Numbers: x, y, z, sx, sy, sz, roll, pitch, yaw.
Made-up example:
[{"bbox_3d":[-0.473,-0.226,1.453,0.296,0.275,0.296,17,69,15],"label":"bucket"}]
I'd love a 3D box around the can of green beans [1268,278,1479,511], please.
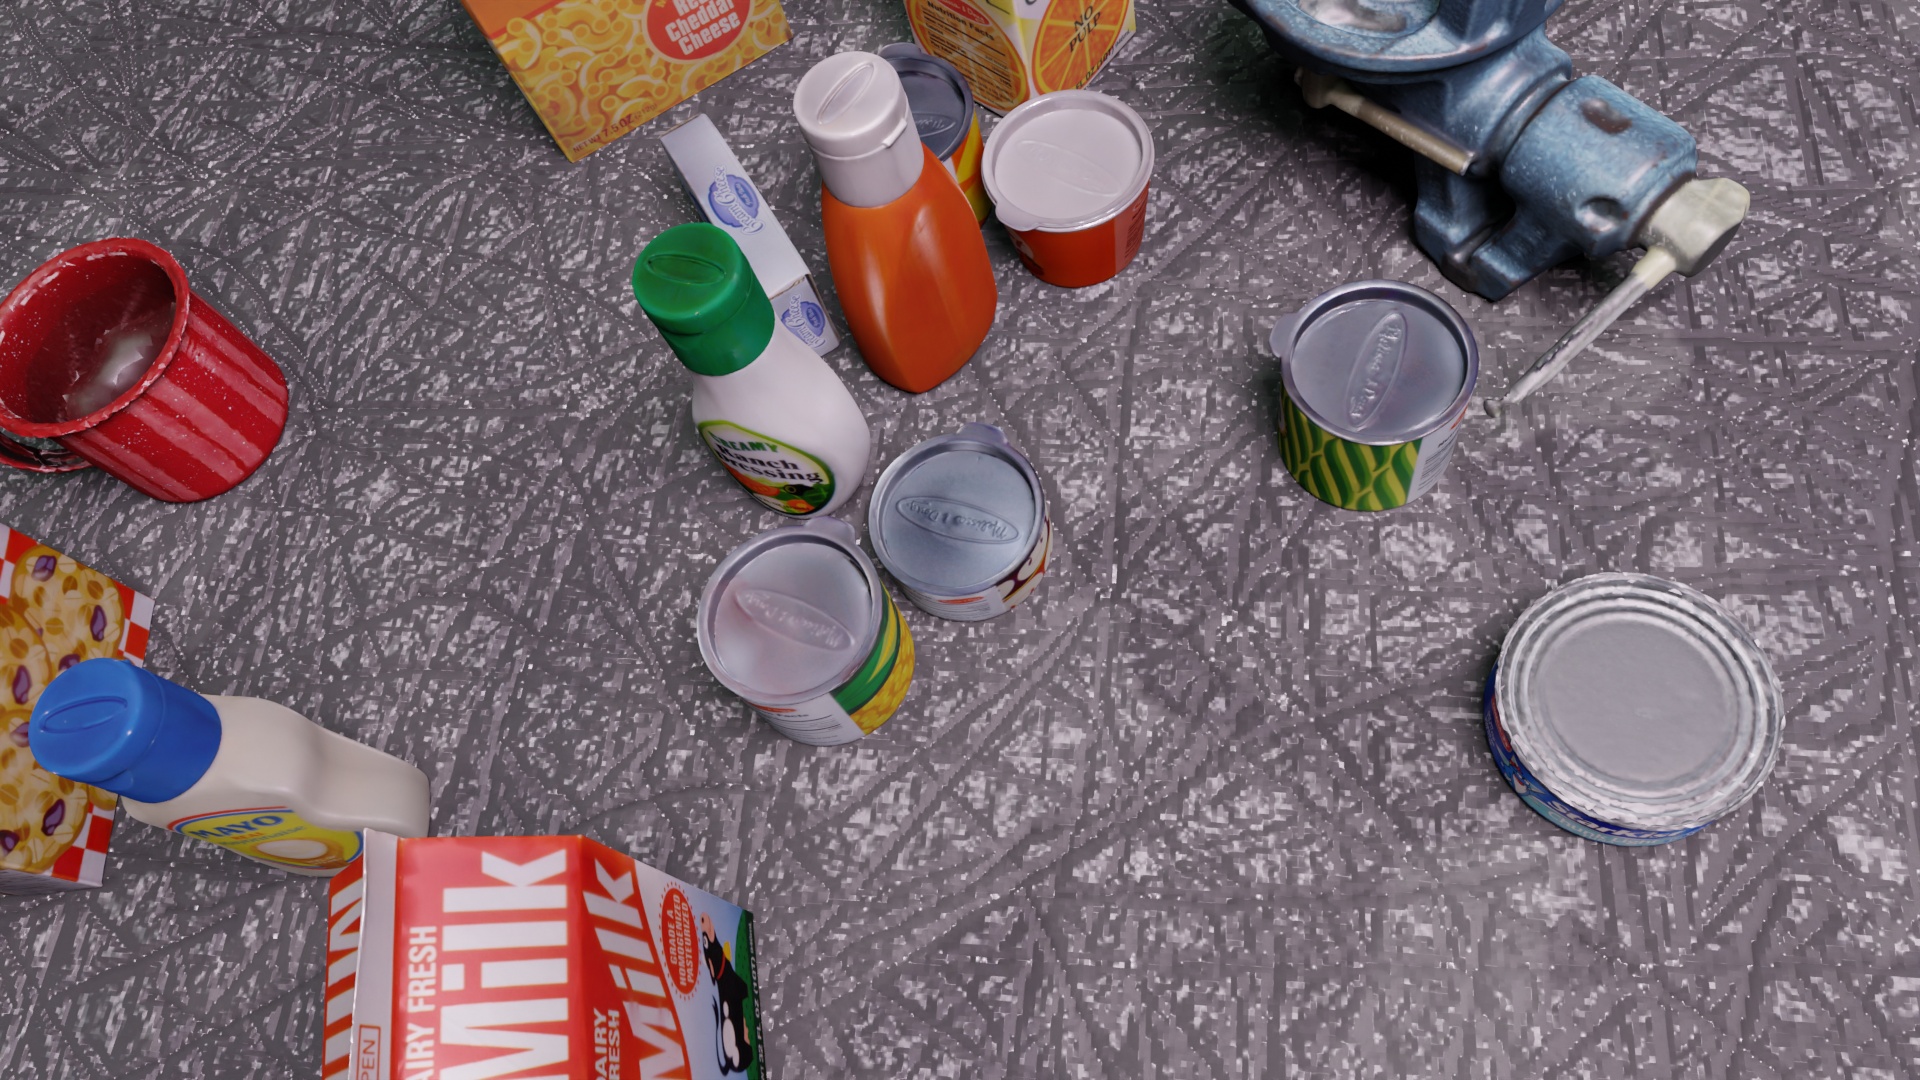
[{"bbox_3d":[0.149,-0.051,0.504,0.071,0.057,0.071,-4,66,9],"label":"can of green beans"}]

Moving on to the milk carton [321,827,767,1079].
[{"bbox_3d":[-0.119,0.135,0.398,0.073,0.190,0.072,-11,65,6],"label":"milk carton"}]

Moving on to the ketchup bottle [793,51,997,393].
[{"bbox_3d":[-0.023,-0.116,0.515,0.043,0.148,0.065,31,76,21],"label":"ketchup bottle"}]

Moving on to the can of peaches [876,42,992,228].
[{"bbox_3d":[-0.022,-0.163,0.586,0.071,0.058,0.071,-4,66,9],"label":"can of peaches"}]

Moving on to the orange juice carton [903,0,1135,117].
[{"bbox_3d":[0.014,-0.259,0.548,0.073,0.192,0.072,35,77,22],"label":"orange juice carton"}]

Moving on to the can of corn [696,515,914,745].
[{"bbox_3d":[-0.053,0.034,0.504,0.071,0.058,0.071,-4,66,9],"label":"can of corn"}]

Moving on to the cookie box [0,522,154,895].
[{"bbox_3d":[-0.370,0.050,0.495,0.040,0.167,0.123,-8,65,8],"label":"cookie box"}]

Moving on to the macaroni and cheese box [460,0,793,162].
[{"bbox_3d":[-0.155,-0.255,0.593,0.124,0.166,0.040,-32,65,-4],"label":"macaroni and cheese box"}]

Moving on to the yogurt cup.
[{"bbox_3d":[0.046,-0.140,0.566,0.072,0.053,0.072,-4,66,9],"label":"yogurt cup"}]

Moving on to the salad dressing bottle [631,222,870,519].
[{"bbox_3d":[-0.074,-0.057,0.499,0.064,0.147,0.044,15,70,16],"label":"salad dressing bottle"}]

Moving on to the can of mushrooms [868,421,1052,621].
[{"bbox_3d":[0.002,-0.007,0.525,0.071,0.033,0.071,-4,66,9],"label":"can of mushrooms"}]

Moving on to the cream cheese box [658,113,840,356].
[{"bbox_3d":[-0.088,-0.126,0.585,0.024,0.053,0.104,-31,64,-4],"label":"cream cheese box"}]

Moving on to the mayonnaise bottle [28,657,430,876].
[{"bbox_3d":[-0.243,0.080,0.469,0.065,0.147,0.041,-12,65,5],"label":"mayonnaise bottle"}]
